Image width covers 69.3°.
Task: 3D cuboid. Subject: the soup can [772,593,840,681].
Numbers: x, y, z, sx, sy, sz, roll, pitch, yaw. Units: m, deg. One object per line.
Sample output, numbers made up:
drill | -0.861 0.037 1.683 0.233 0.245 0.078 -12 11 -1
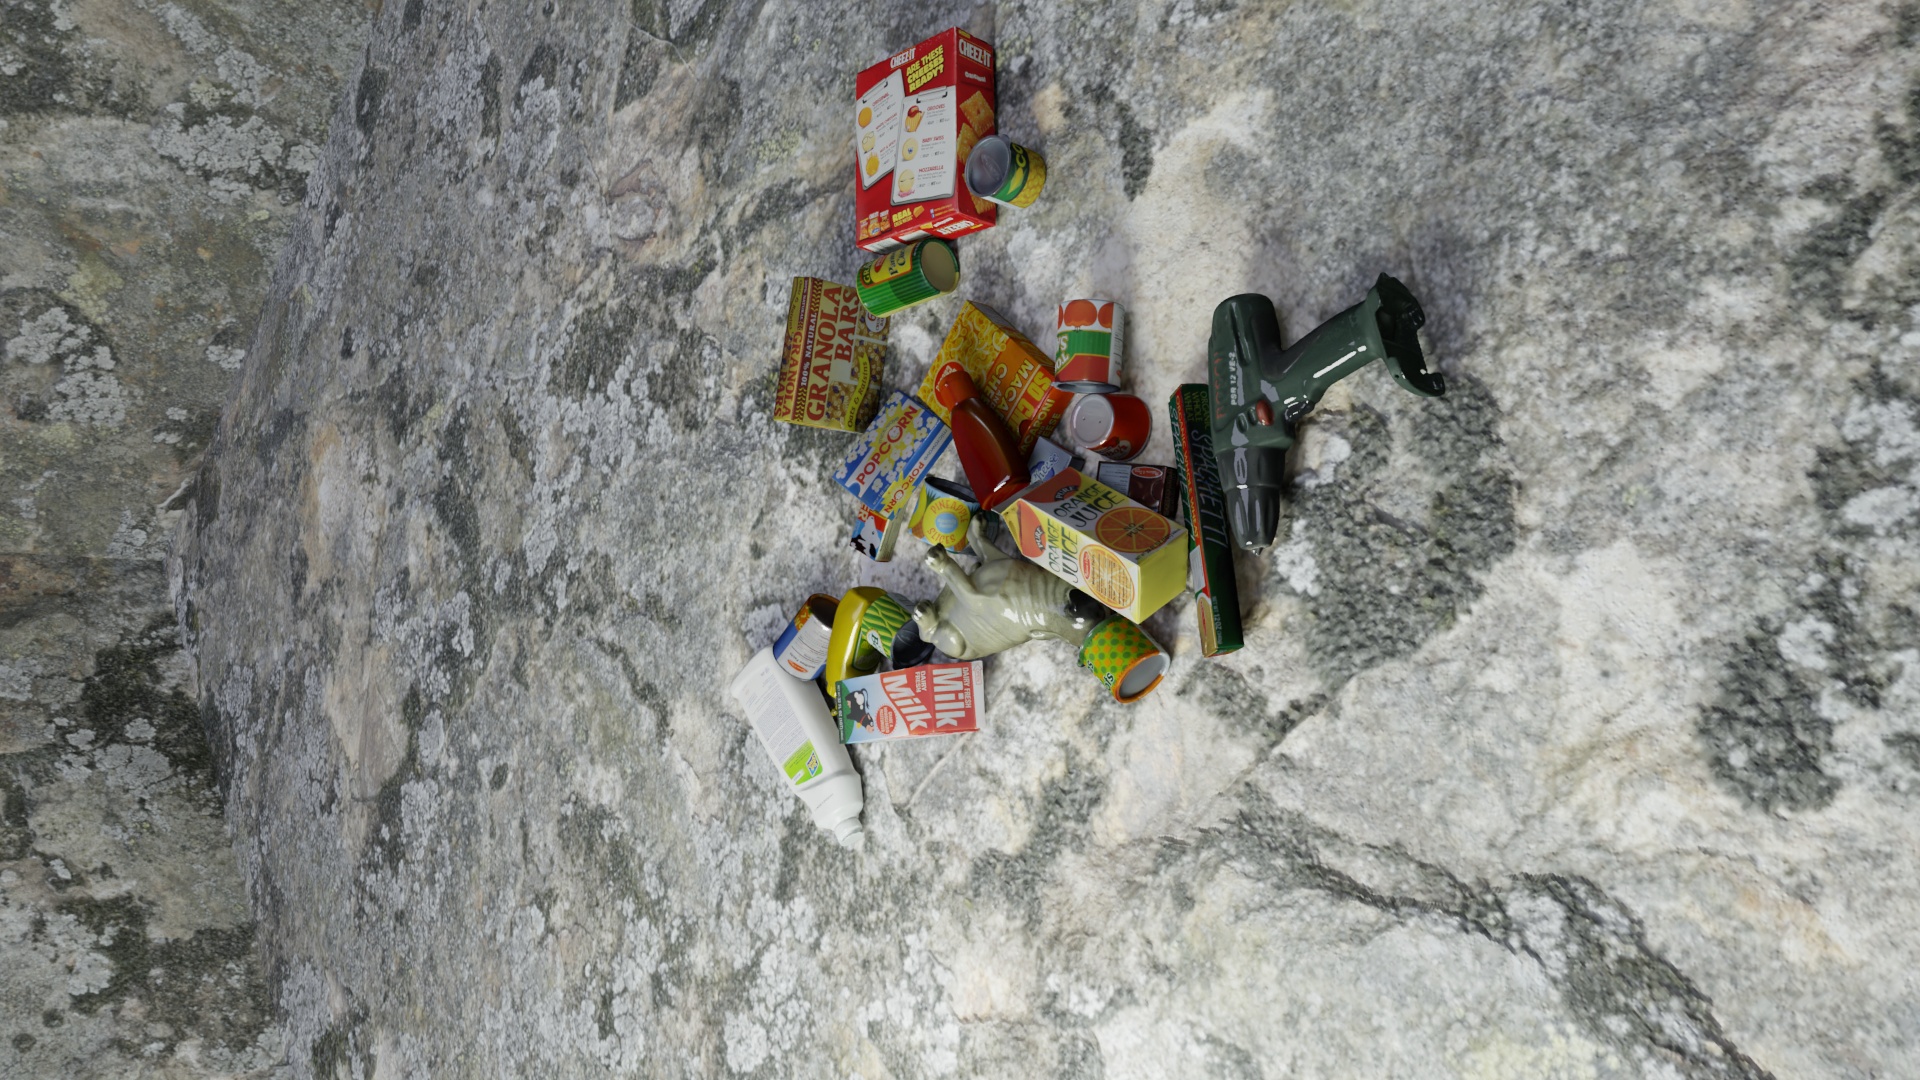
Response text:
soup can | -0.172 0.111 1.632 0.083 0.071 0.071 -52 53 26

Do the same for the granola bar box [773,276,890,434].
granola bar box | -0.145 -0.211 1.602 0.039 0.124 0.165 10 93 46

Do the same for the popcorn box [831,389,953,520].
popcorn box | -0.074 -0.096 1.554 0.085 0.038 0.126 38 92 39

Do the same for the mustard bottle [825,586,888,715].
mustard bottle | -0.120 0.131 1.583 0.049 0.065 0.159 33 114 42

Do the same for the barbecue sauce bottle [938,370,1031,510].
barbecue sauce bottle | 0.020 -0.107 1.428 0.064 0.044 0.149 -47 57 40

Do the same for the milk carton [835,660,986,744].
milk carton | -0.044 0.175 1.493 0.190 0.073 0.072 -14 76 42

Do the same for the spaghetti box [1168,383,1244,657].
spaghetti box | 0.224 -0.020 1.270 0.050 0.029 0.250 110 155 -77

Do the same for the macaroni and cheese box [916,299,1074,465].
macaroni and cheese box | 0.036 -0.160 1.478 0.167 0.040 0.123 47 117 37

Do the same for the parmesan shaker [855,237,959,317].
parmesan shaker | -0.058 -0.299 1.570 0.103 0.071 0.071 -12 77 43

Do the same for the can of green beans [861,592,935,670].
can of green beans | -0.067 0.098 1.529 0.058 0.071 0.071 34 109 42

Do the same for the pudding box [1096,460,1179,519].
pudding box | 0.170 -0.049 1.342 0.083 0.030 0.049 8 90 44

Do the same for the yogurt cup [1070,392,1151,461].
yogurt cup | 0.144 -0.113 1.357 0.072 0.054 0.072 -7 80 43

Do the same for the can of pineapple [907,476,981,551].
can of pineapple | -0.016 -0.027 1.445 0.071 0.071 0.057 33 109 41

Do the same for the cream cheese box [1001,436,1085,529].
cream cheese box | 0.085 -0.049 1.429 0.053 0.024 0.103 37 110 42

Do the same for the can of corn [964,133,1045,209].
can of corn | 0.050 -0.393 1.479 0.071 0.058 0.071 -6 81 44

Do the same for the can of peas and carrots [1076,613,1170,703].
can of peas and carrots | 0.153 0.113 1.312 0.059 0.071 0.070 47 117 36

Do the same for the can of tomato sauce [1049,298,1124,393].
can of tomato sauce | 0.126 -0.191 1.374 0.071 0.071 0.083 0 85 44

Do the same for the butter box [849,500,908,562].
butter box | -0.090 -0.032 1.597 0.053 0.024 0.103 27 105 42

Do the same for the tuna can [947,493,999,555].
tuna can | 0.005 -0.019 1.496 0.071 0.033 0.071 -6 82 43

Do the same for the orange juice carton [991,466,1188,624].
orange juice carton | 0.120 -0.006 1.323 0.193 0.072 0.072 32 141 37
